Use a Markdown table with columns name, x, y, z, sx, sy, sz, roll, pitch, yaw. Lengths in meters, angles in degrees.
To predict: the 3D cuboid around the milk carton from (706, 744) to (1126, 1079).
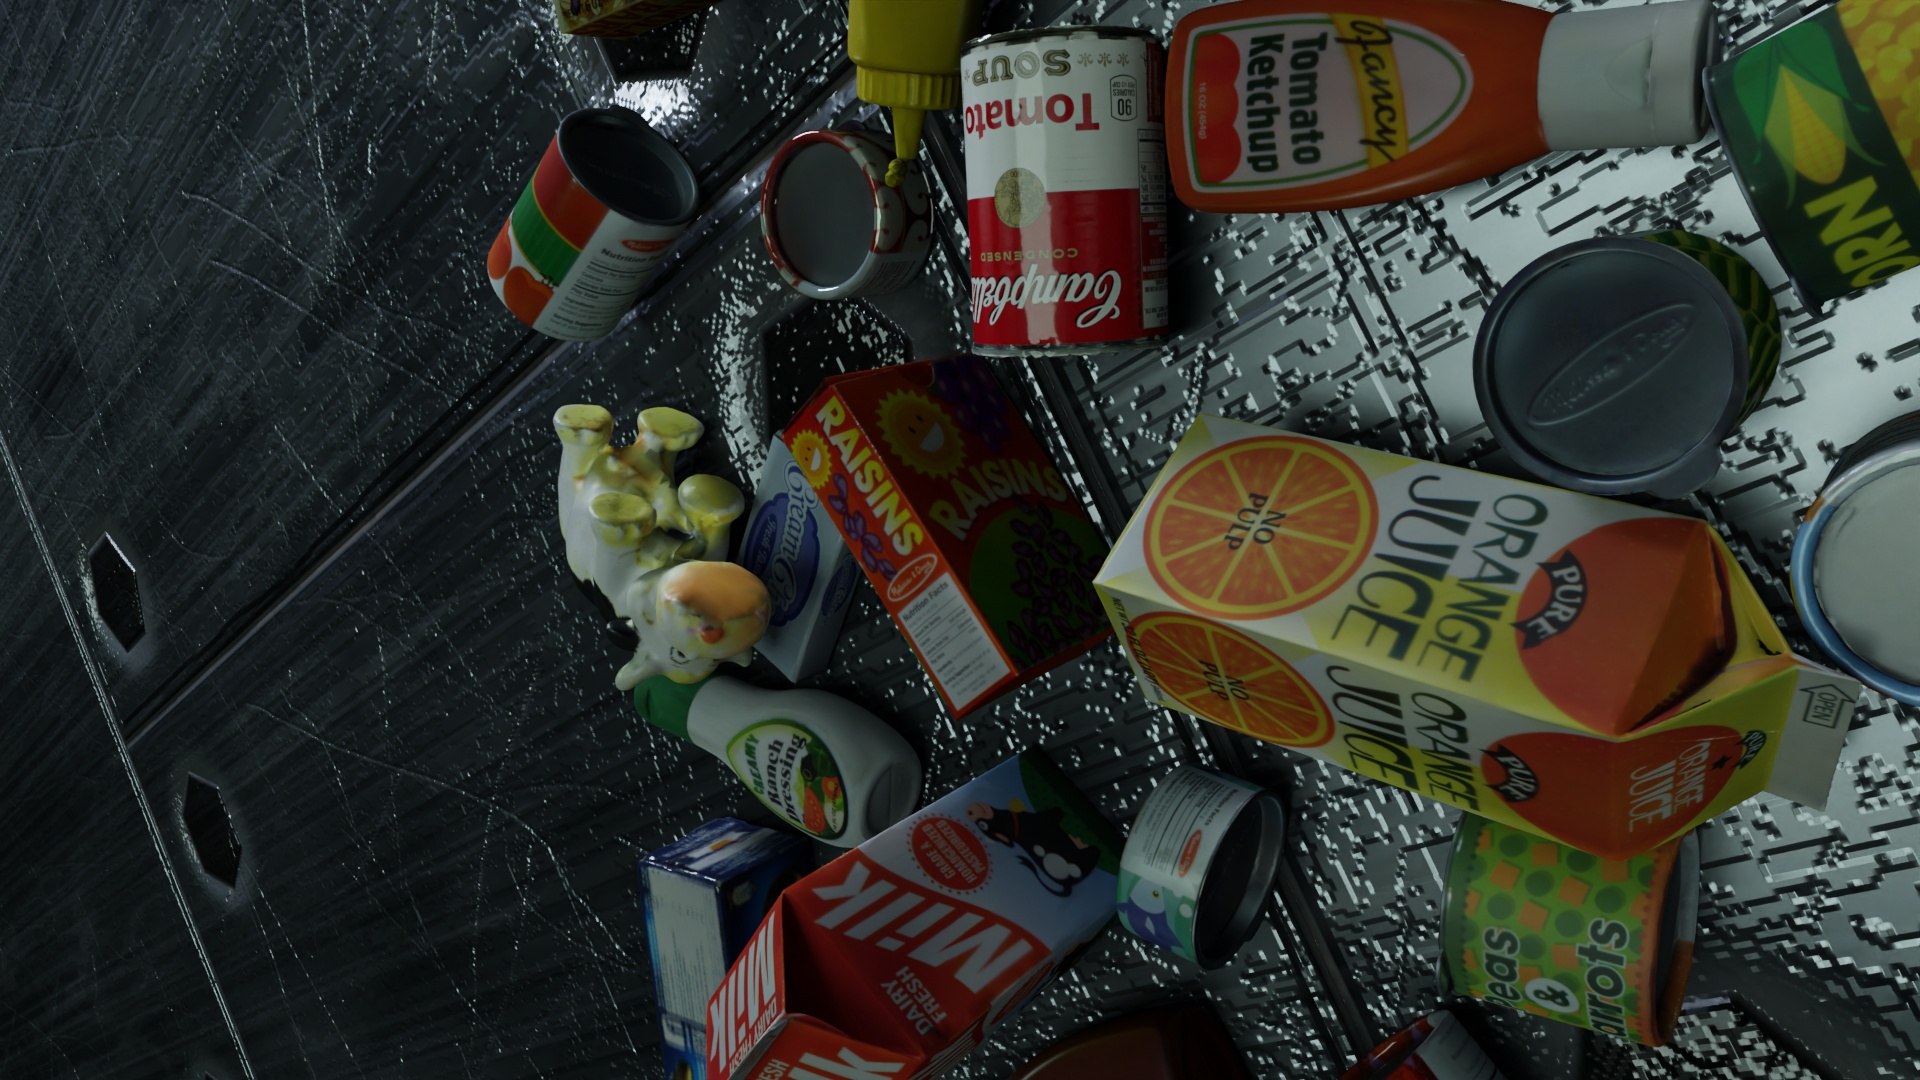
| name | x | y | z | sx | sy | sz | roll | pitch | yaw |
| --- | --- | --- | --- | --- | --- | --- | --- | --- | --- |
| milk carton | -0.018 | 0.150 | 0.499 | 0.073 | 0.191 | 0.072 | 45 | 125 | 20 |

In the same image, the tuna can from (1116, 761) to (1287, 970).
| name | x | y | z | sx | sy | sz | roll | pitch | yaw |
| --- | --- | --- | --- | --- | --- | --- | --- | --- | --- |
| tuna can | 0.086 | 0.115 | 0.491 | 0.033 | 0.071 | 0.070 | 18 | 112 | 35 |

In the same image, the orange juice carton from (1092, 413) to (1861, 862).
| name | x | y | z | sx | sy | sz | roll | pitch | yaw |
| --- | --- | --- | --- | --- | --- | --- | --- | --- | --- |
| orange juice carton | 0.144 | 0.029 | 0.399 | 0.193 | 0.073 | 0.071 | 17 | 151 | 34 |

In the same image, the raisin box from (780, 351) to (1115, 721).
| name | x | y | z | sx | sy | sz | roll | pitch | yaw |
| --- | --- | --- | --- | --- | --- | --- | --- | --- | --- |
| raisin box | 0.002 | -0.006 | 0.510 | 0.040 | 0.086 | 0.123 | -42 | 75 | 39 |

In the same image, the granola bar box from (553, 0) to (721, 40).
| name | x | y | z | sx | sy | sz | roll | pitch | yaw |
| --- | --- | --- | --- | --- | --- | --- | --- | --- | --- |
| granola bar box | -0.109 | -0.284 | 0.555 | 0.165 | 0.039 | 0.124 | -3 | 100 | 38 |

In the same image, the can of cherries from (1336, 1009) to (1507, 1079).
| name | x | y | z | sx | sy | sz | roll | pitch | yaw |
| --- | --- | --- | --- | --- | --- | --- | --- | --- | --- |
| can of cherries | 0.153 | 0.200 | 0.457 | 0.058 | 0.072 | 0.071 | 51 | 127 | 16 |

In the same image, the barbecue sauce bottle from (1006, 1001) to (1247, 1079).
| name | x | y | z | sx | sy | sz | roll | pitch | yaw |
| --- | --- | --- | --- | --- | --- | --- | --- | --- | --- |
| barbecue sauce bottle | 0.047 | 0.234 | 0.566 | 0.148 | 0.044 | 0.065 | -33 | 75 | 39 |

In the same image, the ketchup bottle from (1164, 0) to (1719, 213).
| name | x | y | z | sx | sy | sz | roll | pitch | yaw |
| --- | --- | --- | --- | --- | --- | --- | --- | --- | --- |
| ketchup bottle | 0.134 | -0.129 | 0.402 | 0.149 | 0.044 | 0.064 | 7 | 106 | 36 |

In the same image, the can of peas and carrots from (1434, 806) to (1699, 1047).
| name | x | y | z | sx | sy | sz | roll | pitch | yaw |
| --- | --- | --- | --- | --- | --- | --- | --- | --- | --- |
| can of peas and carrots | 0.180 | 0.111 | 0.411 | 0.058 | 0.071 | 0.070 | 5 | 105 | 37 |

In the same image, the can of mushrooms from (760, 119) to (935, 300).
| name | x | y | z | sx | sy | sz | roll | pitch | yaw |
| --- | --- | --- | --- | --- | --- | --- | --- | --- | --- |
| can of mushrooms | -0.046 | -0.131 | 0.550 | 0.071 | 0.033 | 0.070 | 12 | 110 | 36 |

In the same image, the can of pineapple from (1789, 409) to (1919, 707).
| name | x | y | z | sx | sy | sz | roll | pitch | yaw |
| --- | --- | --- | --- | --- | --- | --- | --- | --- | --- |
| can of pineapple | 0.245 | 0.005 | 0.340 | 0.071 | 0.058 | 0.070 | 11 | 109 | 36 |

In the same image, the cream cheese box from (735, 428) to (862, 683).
| name | x | y | z | sx | sy | sz | roll | pitch | yaw |
| --- | --- | --- | --- | --- | --- | --- | --- | --- | --- |
| cream cheese box | -0.070 | 0.006 | 0.610 | 0.053 | 0.024 | 0.103 | 36 | 121 | 25 |

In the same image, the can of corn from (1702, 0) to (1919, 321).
| name | x | y | z | sx | sy | sz | roll | pitch | yaw |
| --- | --- | --- | --- | --- | --- | --- | --- | --- | --- |
| can of corn | 0.220 | -0.095 | 0.327 | 0.058 | 0.071 | 0.071 | -25 | 86 | 39 |

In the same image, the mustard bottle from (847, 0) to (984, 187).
| name | x | y | z | sx | sy | sz | roll | pitch | yaw |
| --- | --- | --- | --- | --- | --- | --- | --- | --- | --- |
| mustard bottle | -0.014 | -0.205 | 0.487 | 0.049 | 0.065 | 0.159 | 4 | 114 | -3 |

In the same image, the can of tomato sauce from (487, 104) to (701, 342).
| name | x | y | z | sx | sy | sz | roll | pitch | yaw |
| --- | --- | --- | --- | --- | --- | --- | --- | --- | --- |
| can of tomato sauce | -0.165 | -0.141 | 0.620 | 0.082 | 0.071 | 0.071 | -42 | 75 | 38 |

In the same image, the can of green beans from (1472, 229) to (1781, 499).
| name | x | y | z | sx | sy | sz | roll | pitch | yaw |
| --- | --- | --- | --- | --- | --- | --- | --- | --- | --- |
| can of green beans | 0.181 | -0.050 | 0.376 | 0.071 | 0.058 | 0.071 | 11 | 108 | 36 |

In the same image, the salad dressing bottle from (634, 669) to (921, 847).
| name | x | y | z | sx | sy | sz | roll | pitch | yaw |
| --- | --- | --- | --- | --- | --- | --- | --- | --- | --- |
| salad dressing bottle | -0.087 | 0.090 | 0.633 | 0.148 | 0.044 | 0.064 | 19 | 118 | 34 |
